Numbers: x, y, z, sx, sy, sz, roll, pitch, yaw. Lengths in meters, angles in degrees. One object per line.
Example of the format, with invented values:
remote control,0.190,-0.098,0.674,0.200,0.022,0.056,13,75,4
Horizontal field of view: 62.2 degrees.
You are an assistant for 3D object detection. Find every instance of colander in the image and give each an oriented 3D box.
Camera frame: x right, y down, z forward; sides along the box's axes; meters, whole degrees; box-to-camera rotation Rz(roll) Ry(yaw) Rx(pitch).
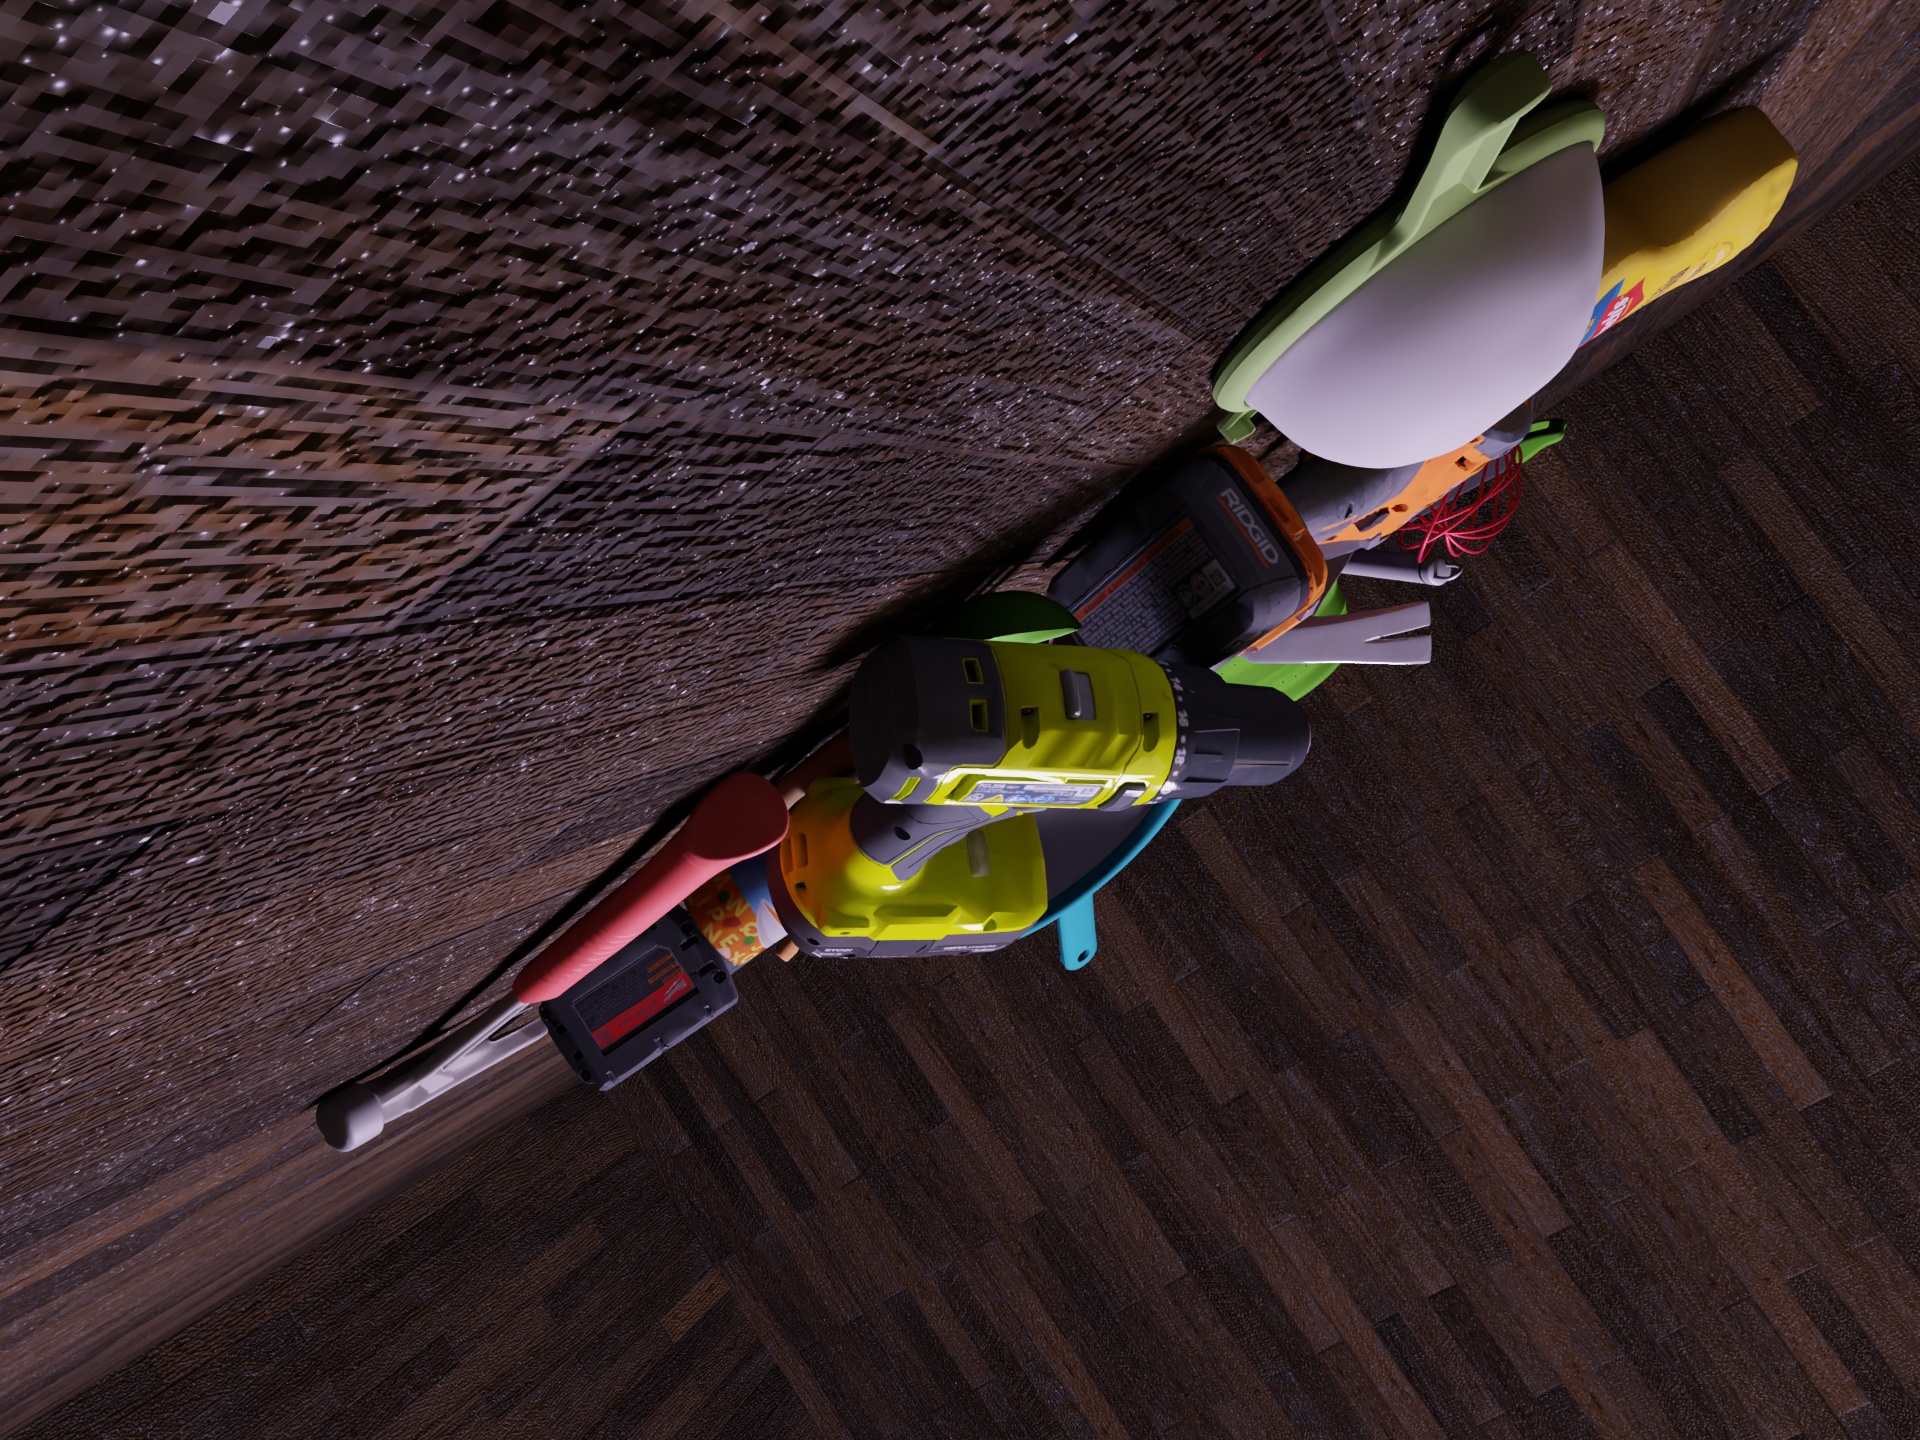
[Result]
colander,0.299,-0.099,1.226,0.397,0.094,0.204,-29,-167,36

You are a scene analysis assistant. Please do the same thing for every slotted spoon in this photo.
slotted spoon,-0.048,0.009,0.748,0.070,0.031,0.313,-9,163,-36

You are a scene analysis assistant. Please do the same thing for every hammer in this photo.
hammer,0.252,-0.117,1.009,0.144,0.035,0.405,3,-155,25
hammer,-0.194,0.119,0.807,0.359,0.037,0.149,-37,175,38

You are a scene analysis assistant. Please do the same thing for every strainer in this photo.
strainer,0.260,-0.115,1.108,0.087,0.050,0.259,-40,-157,-13
strainer,0.156,-0.129,0.484,0.151,0.069,0.256,-35,177,8
strainer,0.049,0.068,1.031,0.211,0.095,0.340,-35,153,-12

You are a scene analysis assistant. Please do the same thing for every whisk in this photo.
whisk,0.304,-0.166,0.918,0.073,0.073,0.296,-38,-175,41

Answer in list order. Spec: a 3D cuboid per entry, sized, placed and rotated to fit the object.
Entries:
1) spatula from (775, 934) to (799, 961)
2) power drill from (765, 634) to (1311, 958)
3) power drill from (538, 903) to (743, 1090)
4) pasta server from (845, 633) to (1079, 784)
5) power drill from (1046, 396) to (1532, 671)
spatula,-0.022,0.067,1.224,0.322,0.041,0.081,-47,177,-7
power drill,0.023,0.035,0.697,0.190,0.080,0.228,3,155,-24
power drill,-0.197,0.174,1.131,0.188,0.080,0.226,-34,178,-6
pasta server,-0.001,-0.003,0.891,0.316,0.040,0.060,-36,-174,37
power drill,0.149,-0.089,0.745,0.226,0.084,0.164,-31,174,-35
